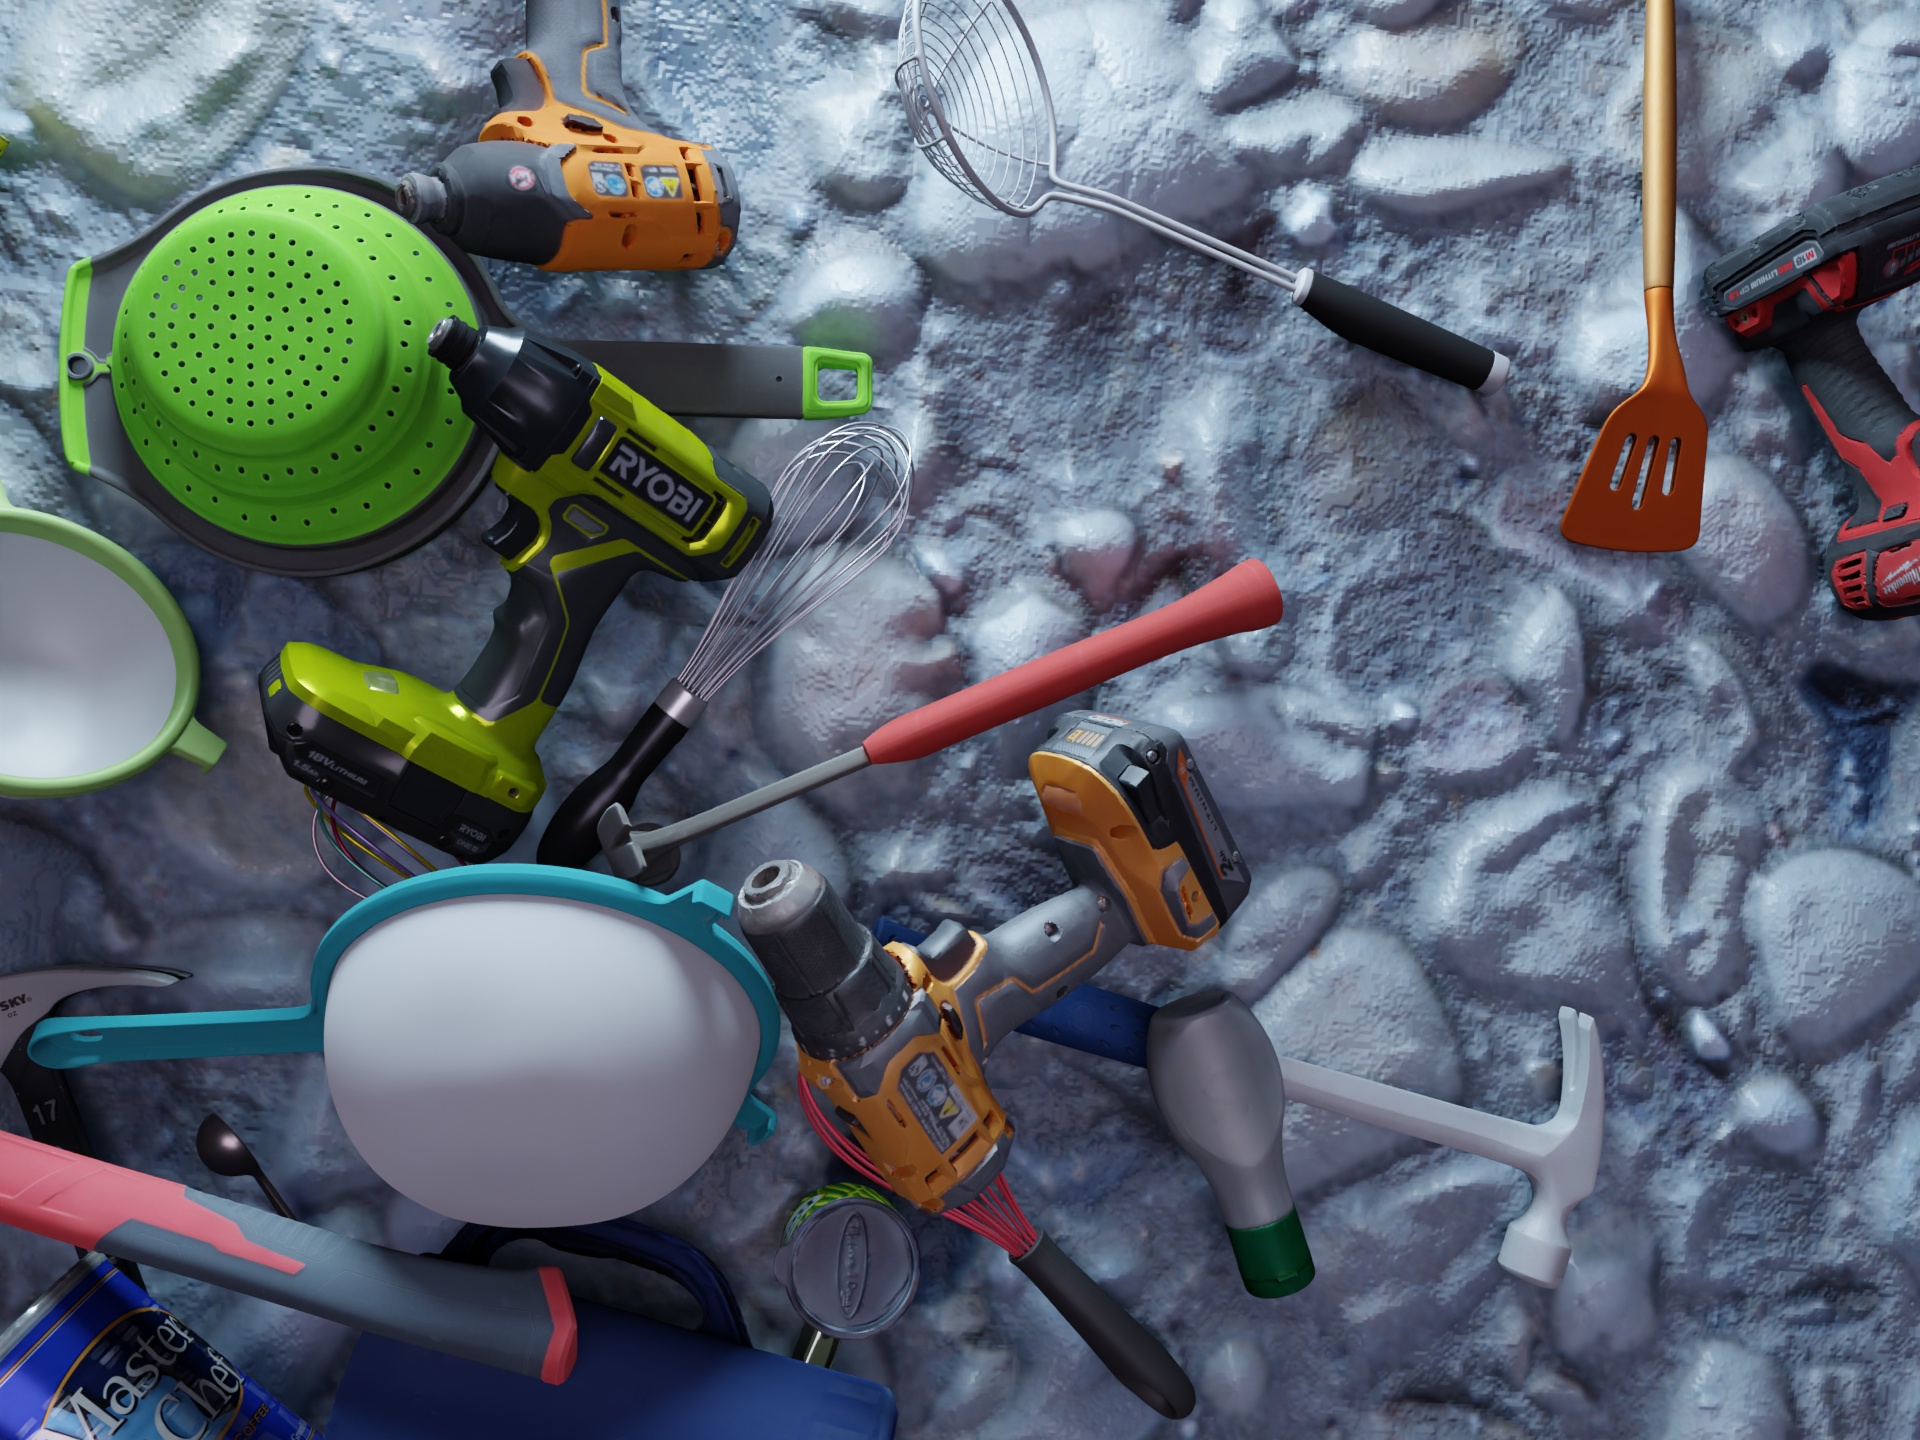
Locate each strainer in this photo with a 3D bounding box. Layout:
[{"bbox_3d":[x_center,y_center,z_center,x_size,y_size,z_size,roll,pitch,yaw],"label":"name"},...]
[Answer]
[{"bbox_3d":[-0.461,-0.065,0.746,0.151,0.069,0.256,-7,65,-48],"label":"strainer"},{"bbox_3d":[-0.252,0.166,0.702,0.340,0.210,0.095,-2,45,0],"label":"strainer"}]

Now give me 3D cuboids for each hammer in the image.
[{"bbox_3d":[-0.351,0.223,0.667,0.386,0.038,0.143,16,43,2],"label":"hammer"},{"bbox_3d":[0.146,0.173,0.830,0.405,0.035,0.144,17,88,-6],"label":"hammer"},{"bbox_3d":[-0.386,0.311,0.768,0.149,0.036,0.409,-21,92,-7],"label":"hammer"},{"bbox_3d":[-0.001,-0.002,0.774,0.359,0.149,0.037,-23,85,-13],"label":"hammer"}]

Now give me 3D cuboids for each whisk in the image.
[{"bbox_3d":[0.020,0.252,0.805,0.073,0.073,0.295,-43,99,-5],"label":"whisk"},{"bbox_3d":[-0.225,0.109,0.789,0.245,0.051,0.047,41,120,-9],"label":"whisk"},{"bbox_3d":[-0.119,-0.034,0.793,0.070,0.070,0.284,38,90,-5],"label":"whisk"}]

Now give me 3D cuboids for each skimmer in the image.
[{"bbox_3d":[0.133,-0.264,0.806,0.363,0.090,0.127,22,56,-8],"label":"skimmer"}]

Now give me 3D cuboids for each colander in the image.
[{"bbox_3d":[-0.238,-0.173,0.759,0.397,0.094,0.204,0,89,-6],"label":"colander"}]

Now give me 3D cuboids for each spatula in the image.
[{"bbox_3d":[0.376,-0.255,0.869,0.081,0.041,0.323,3,85,-7],"label":"spatula"}]

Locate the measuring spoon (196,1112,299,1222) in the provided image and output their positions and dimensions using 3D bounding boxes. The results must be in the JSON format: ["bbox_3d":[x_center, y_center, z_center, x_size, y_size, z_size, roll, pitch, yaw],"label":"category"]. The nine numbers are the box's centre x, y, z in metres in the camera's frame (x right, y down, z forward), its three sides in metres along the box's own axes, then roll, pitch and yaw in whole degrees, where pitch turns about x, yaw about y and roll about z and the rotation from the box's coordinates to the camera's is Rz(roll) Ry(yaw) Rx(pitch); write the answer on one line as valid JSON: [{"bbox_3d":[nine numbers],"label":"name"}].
[{"bbox_3d":[-0.331,0.241,0.764,0.018,0.034,0.124,-39,116,-34],"label":"measuring spoon"}]

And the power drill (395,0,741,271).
[{"bbox_3d":[-0.204,-0.321,0.744,0.164,0.084,0.226,-16,91,-41],"label":"power drill"}]

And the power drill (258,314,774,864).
[{"bbox_3d":[-0.215,-0.061,0.735,0.171,0.080,0.223,34,94,-34],"label":"power drill"}]

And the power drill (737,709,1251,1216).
[{"bbox_3d":[0.014,0.087,0.727,0.226,0.084,0.185,-42,119,-22],"label":"power drill"}]

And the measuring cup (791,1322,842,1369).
[{"bbox_3d":[-0.092,0.365,0.805,0.083,0.038,0.168,23,70,-1],"label":"measuring cup"}]

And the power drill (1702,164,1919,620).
[{"bbox_3d":[0.486,-0.162,0.821,0.078,0.143,0.219,-21,90,-9],"label":"power drill"}]
